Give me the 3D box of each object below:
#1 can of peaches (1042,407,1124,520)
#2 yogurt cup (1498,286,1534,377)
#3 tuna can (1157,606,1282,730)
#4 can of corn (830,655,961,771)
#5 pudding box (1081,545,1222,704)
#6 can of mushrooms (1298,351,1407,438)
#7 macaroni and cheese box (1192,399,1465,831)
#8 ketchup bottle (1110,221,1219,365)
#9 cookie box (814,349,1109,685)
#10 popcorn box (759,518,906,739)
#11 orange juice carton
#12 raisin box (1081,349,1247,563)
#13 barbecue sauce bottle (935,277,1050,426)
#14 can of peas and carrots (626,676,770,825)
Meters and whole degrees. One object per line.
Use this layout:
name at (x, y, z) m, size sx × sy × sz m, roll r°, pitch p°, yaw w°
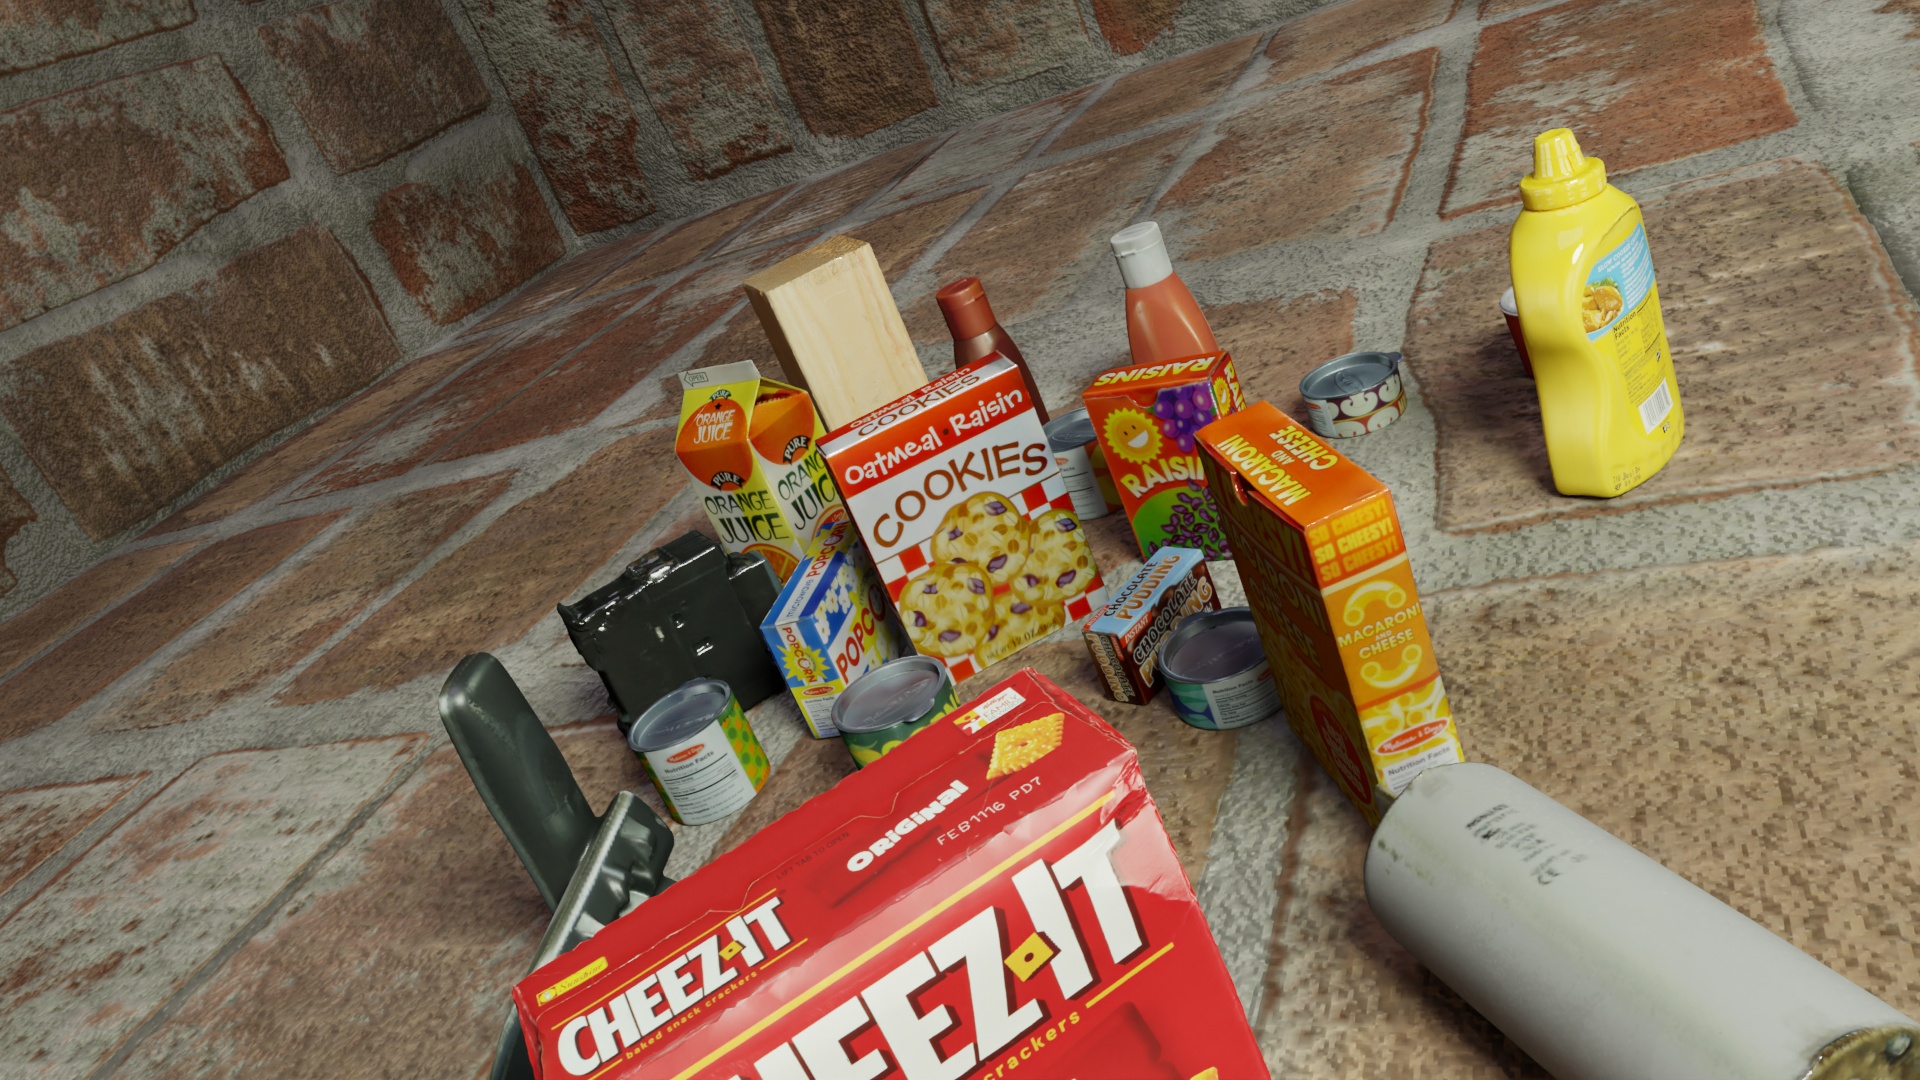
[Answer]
can of peaches at (0.091, -0.056, 0.978) m, size 0.071 × 0.058 × 0.071 m, roll -19°, pitch 24°, yaw 9°
yogurt cup at (0.386, -0.138, 0.891) m, size 0.072 × 0.053 × 0.073 m, roll -19°, pitch 24°, yaw 9°
tuna can at (0.136, 0.065, 0.716) m, size 0.071 × 0.032 × 0.071 m, roll -19°, pitch 24°, yaw 9°
can of corn at (-0.027, 0.105, 0.745) m, size 0.071 × 0.058 × 0.071 m, roll -19°, pitch 24°, yaw 9°
pudding box at (0.106, 0.045, 0.762) m, size 0.030 × 0.049 × 0.084 m, roll 3°, pitch 35°, yaw 46°
can of mushrooms at (0.269, -0.100, 0.941) m, size 0.071 × 0.033 × 0.071 m, roll -19°, pitch 24°, yaw 9°
macaroni and cheese box at (0.157, 0.036, 0.589) m, size 0.040 × 0.166 × 0.124 m, roll -24°, pitch 23°, yaw -1°
ketchup bottle at (0.152, -0.161, 1.032) m, size 0.064 × 0.148 × 0.044 m, roll -6°, pitch 29°, yaw 34°
cookie box at (0.003, -0.010, 0.826) m, size 0.123 × 0.167 × 0.040 m, roll -27°, pitch 23°, yaw -8°
popcorn box at (-0.073, 0.052, 0.867) m, size 0.038 × 0.085 × 0.127 m, roll -14°, pitch 25°, yaw 21°
orange juice carton at (-0.131, -0.037, 0.971) m, size 0.071 × 0.192 × 0.073 m, roll -5°, pitch 29°, yaw 37°
raisin box at (0.135, -0.047, 0.839) m, size 0.086 × 0.123 × 0.040 m, roll -5°, pitch 29°, yaw 36°
barbecue sauce bottle at (0.025, -0.131, 1.084) m, size 0.043 × 0.148 × 0.065 m, roll 0°, pitch 33°, yaw 43°
can of peas and carrots at (-0.153, 0.124, 0.820) m, size 0.071 × 0.058 × 0.071 m, roll -19°, pitch 24°, yaw 9°
